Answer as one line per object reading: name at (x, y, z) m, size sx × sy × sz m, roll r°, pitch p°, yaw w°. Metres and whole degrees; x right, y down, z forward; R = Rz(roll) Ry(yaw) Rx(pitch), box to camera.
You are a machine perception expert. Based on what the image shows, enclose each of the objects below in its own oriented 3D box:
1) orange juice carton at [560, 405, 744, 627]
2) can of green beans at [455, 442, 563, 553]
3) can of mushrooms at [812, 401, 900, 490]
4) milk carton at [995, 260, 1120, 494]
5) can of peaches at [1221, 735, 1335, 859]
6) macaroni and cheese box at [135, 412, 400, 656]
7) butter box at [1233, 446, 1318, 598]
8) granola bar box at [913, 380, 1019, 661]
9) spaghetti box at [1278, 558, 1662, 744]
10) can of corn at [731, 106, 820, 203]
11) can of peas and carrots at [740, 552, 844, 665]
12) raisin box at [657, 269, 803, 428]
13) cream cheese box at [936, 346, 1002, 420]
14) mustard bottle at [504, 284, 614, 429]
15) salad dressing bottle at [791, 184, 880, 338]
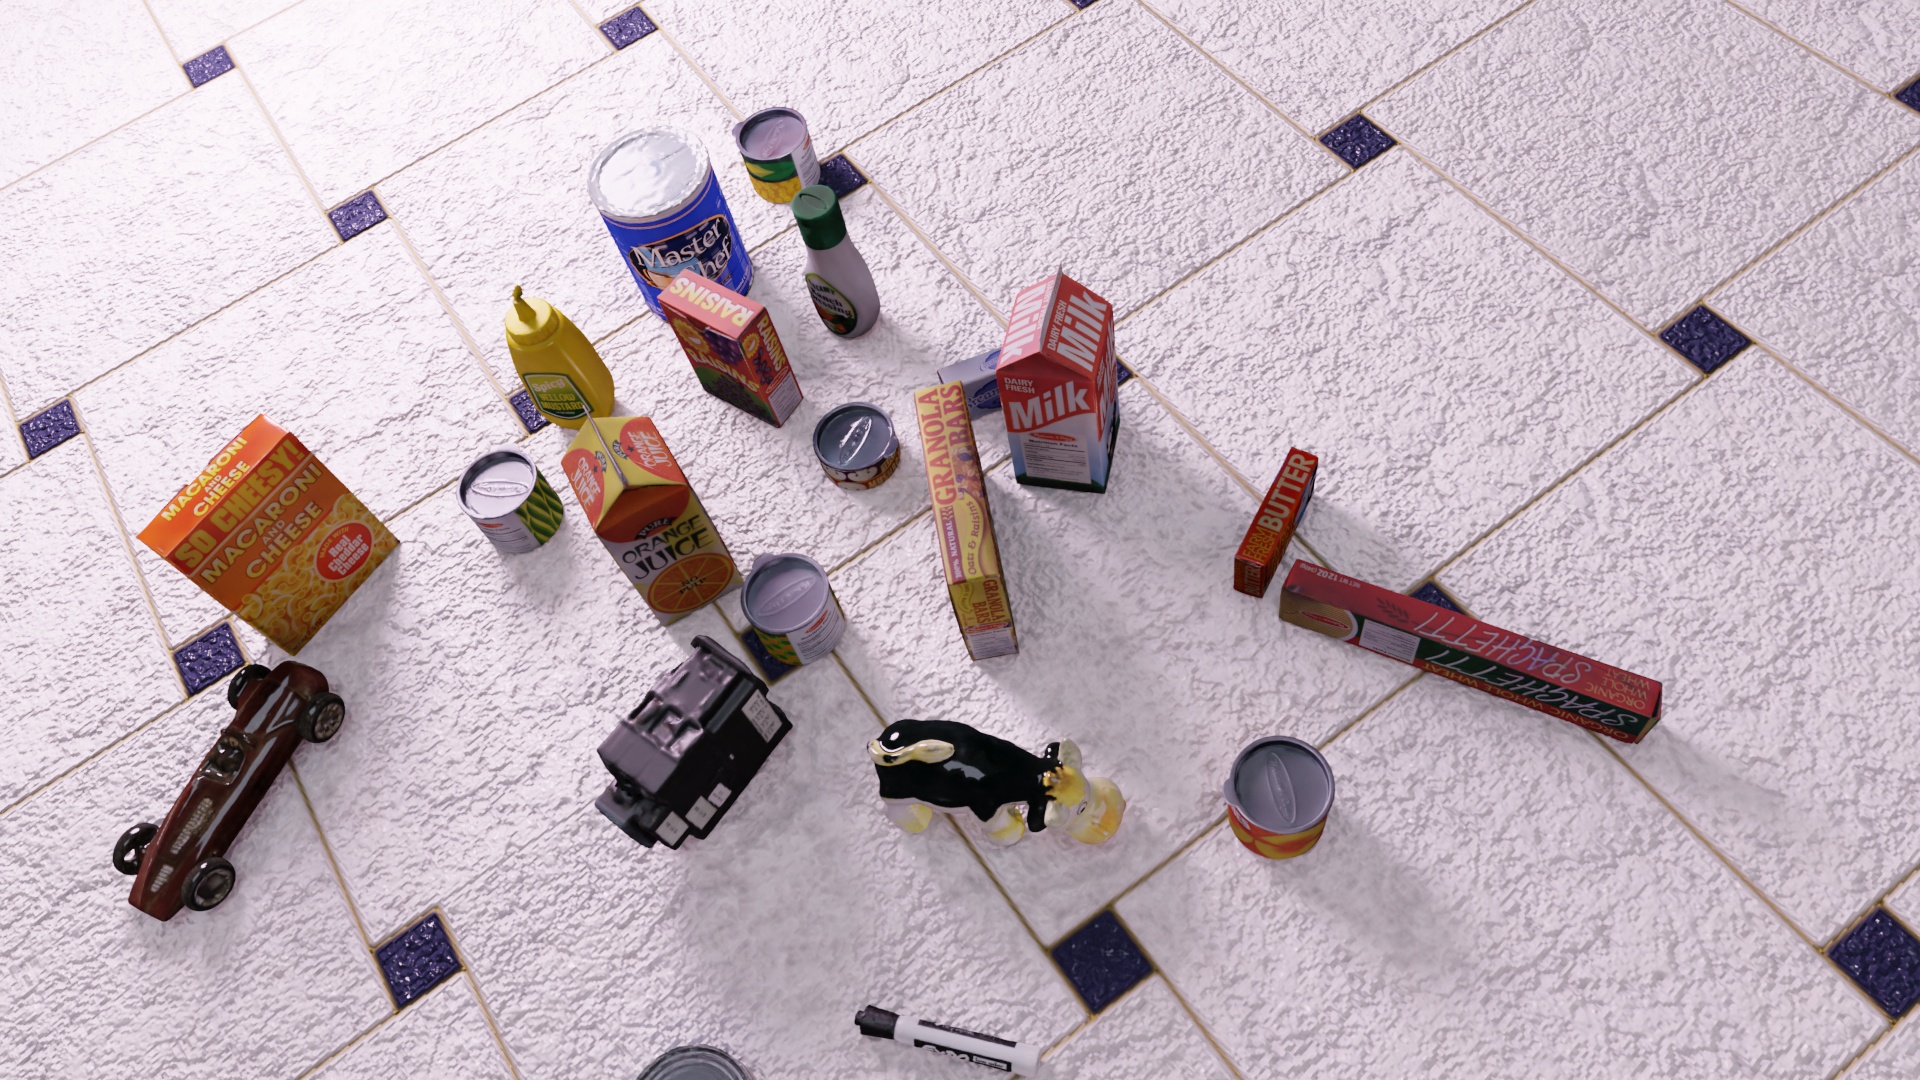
orange juice carton at (-0.227, -0.021, 1.008) m, size 0.073 × 0.191 × 0.072 m, roll -29°, pitch 60°, yaw -8°
can of green beans at (-0.360, -0.031, 1.113) m, size 0.071 × 0.057 × 0.071 m, roll -4°, pitch 60°, yaw 7°
can of mushrooms at (-0.080, -0.074, 1.109) m, size 0.071 × 0.033 × 0.071 m, roll -4°, pitch 60°, yaw 7°
milk carton at (0.073, -0.116, 1.018) m, size 0.073 × 0.189 × 0.072 m, roll 8°, pitch 62°, yaw 13°
can of peaches at (0.206, 0.169, 0.908) m, size 0.071 × 0.057 × 0.071 m, roll -4°, pitch 60°, yaw 7°
macaroni and cheese box at (-0.521, -0.001, 1.058) m, size 0.040 × 0.165 × 0.124 m, roll 27°, pitch 68°, yaw 22°
butter box at (0.230, -0.012, 1.013) m, size 0.024 × 0.053 × 0.104 m, roll 23°, pitch 66°, yaw 20°
granola bar box at (0.004, -0.013, 1.007) m, size 0.039 × 0.123 × 0.166 m, roll -12°, pitch 59°, yaw 2°
spaghetti box at (0.342, 0.075, 0.946) m, size 0.250 × 0.050 × 0.029 m, roll 20°, pitch 65°, yaw 19°
can of corn at (-0.168, -0.352, 1.270) m, size 0.071 × 0.058 × 0.071 m, roll -4°, pitch 60°, yaw 7°
can of peas and carrots at (-0.125, 0.050, 1.029) m, size 0.071 × 0.058 × 0.071 m, roll -4°, pitch 60°, yaw 7°
raisin box at (-0.184, -0.153, 1.119) m, size 0.086 × 0.123 × 0.040 m, roll 29°, pitch 68°, yaw 23°
cream cheese box at (0.036, -0.131, 1.112) m, size 0.104 × 0.053 × 0.024 m, roll -20°, pitch 59°, yaw -3°
mustard bottle at (-0.330, -0.150, 1.118) m, size 0.065 × 0.159 × 0.049 m, roll 0°, pitch 60°, yaw 9°
salad dressing bottle at (-0.104, -0.227, 1.135) m, size 0.064 × 0.147 × 0.044 m, roll 31°, pitch 69°, yaw 23°
